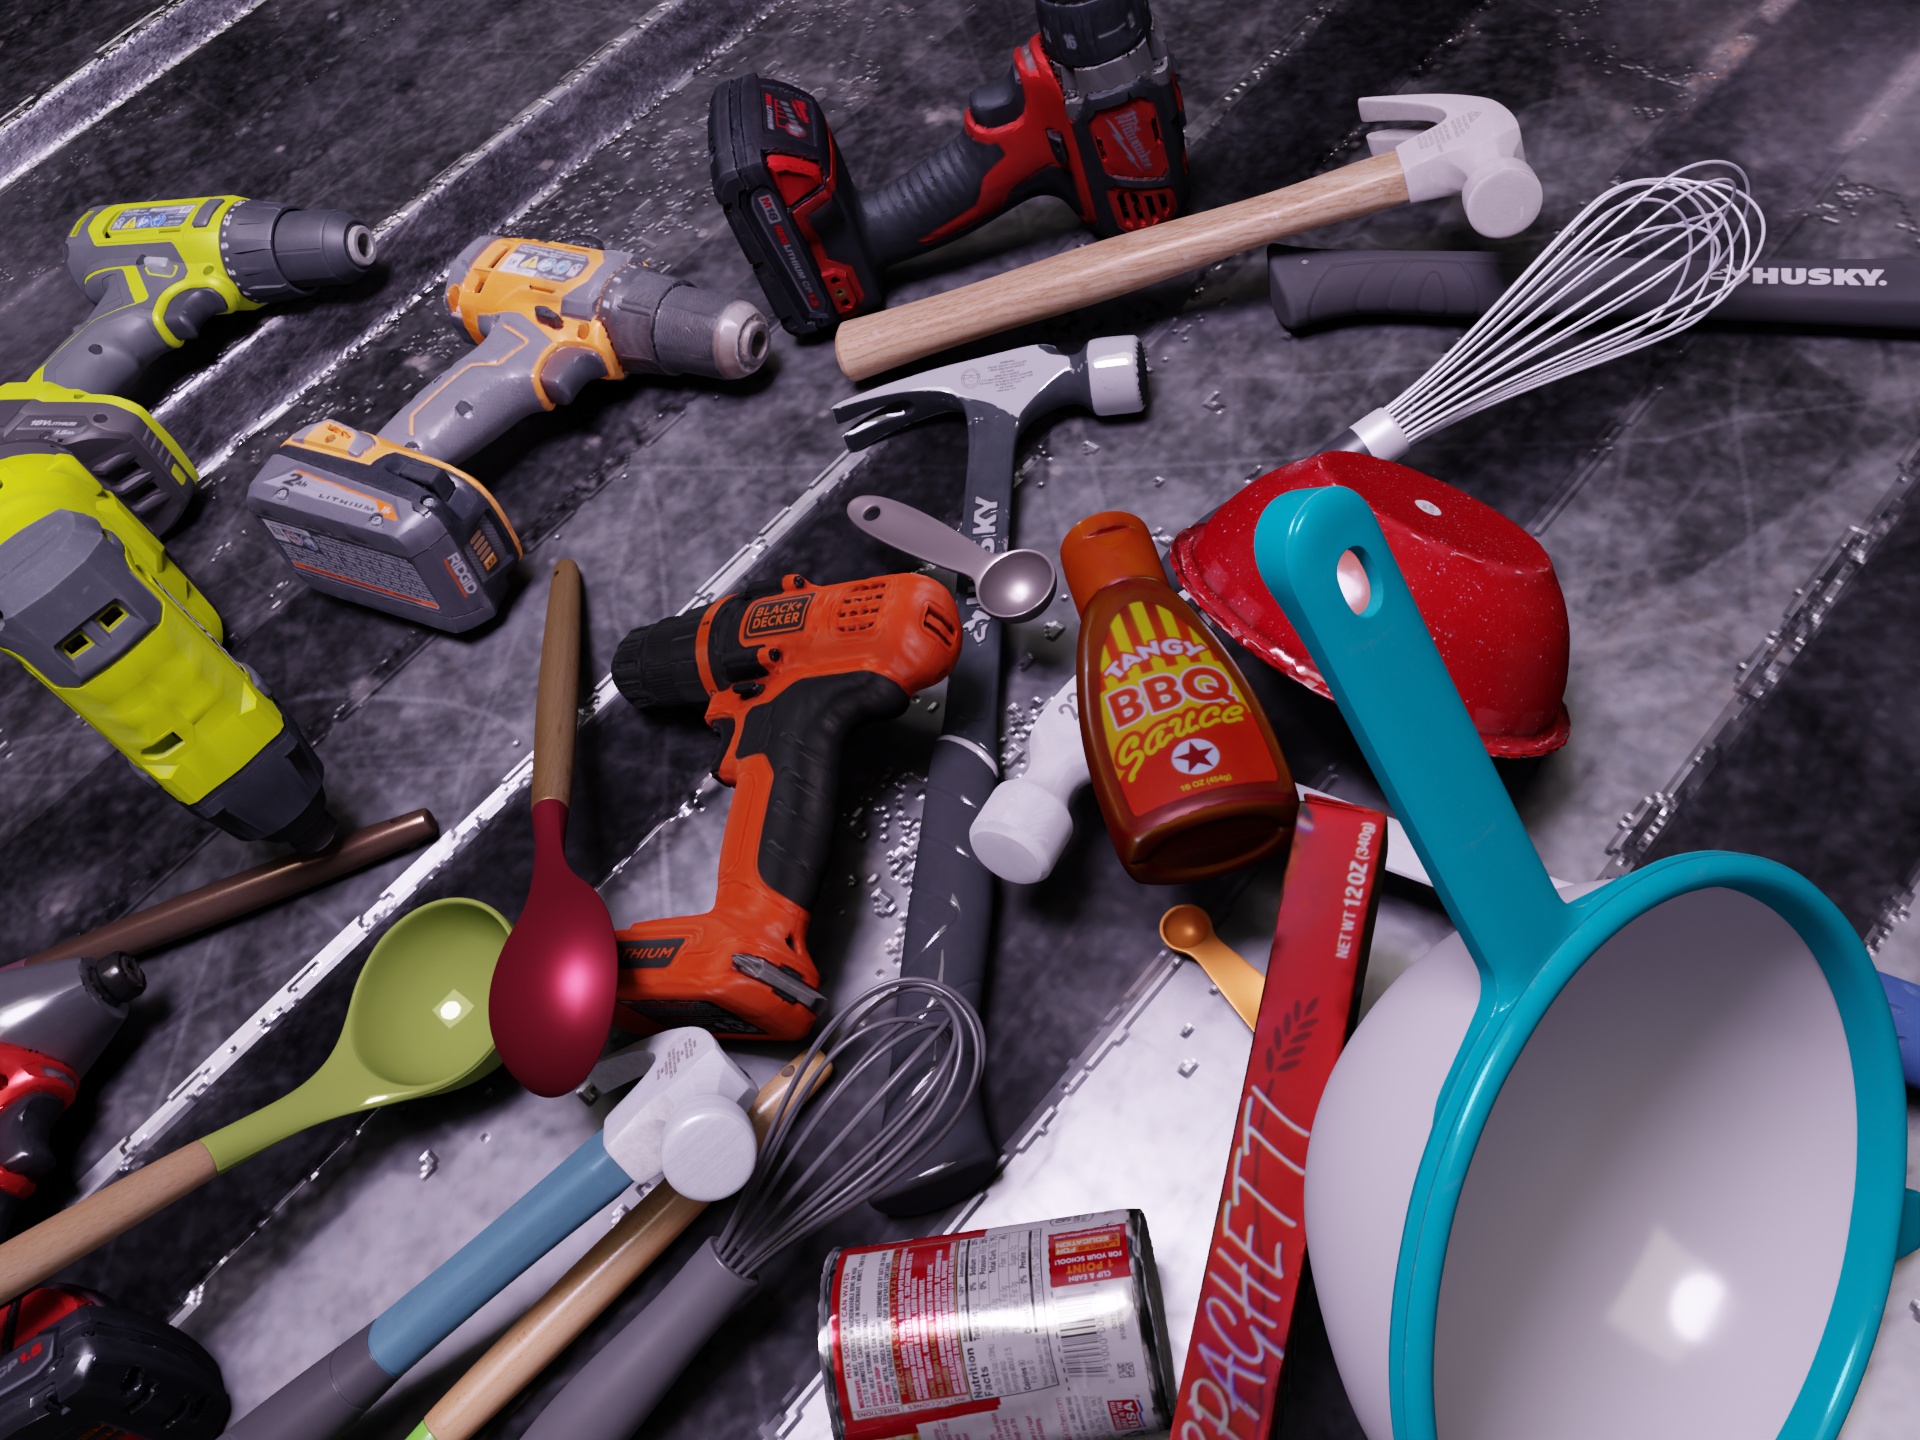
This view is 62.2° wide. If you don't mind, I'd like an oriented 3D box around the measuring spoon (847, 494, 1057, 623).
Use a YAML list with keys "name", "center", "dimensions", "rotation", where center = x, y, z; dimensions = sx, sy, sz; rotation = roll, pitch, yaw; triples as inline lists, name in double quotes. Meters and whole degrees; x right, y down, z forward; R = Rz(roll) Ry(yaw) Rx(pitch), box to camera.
- name: "measuring spoon"
  center: [-0.005, -0.070, 0.682]
  dimensions: [0.124, 0.018, 0.034]
  rotation: [31, 74, 38]

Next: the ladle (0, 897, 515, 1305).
- name: "ladle"
  center: [-0.285, 0.156, 0.543]
  dimensions: [0.078, 0.062, 0.320]
  rotation: [31, 42, 31]

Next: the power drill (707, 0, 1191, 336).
- name: "power drill"
  center: [-0.008, -0.296, 0.772]
  dimensions: [0.226, 0.187, 0.080]
  rotation: [-15, 53, 10]

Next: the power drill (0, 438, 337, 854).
- name: "power drill"
  center: [-0.362, -0.032, 0.696]
  dimensions: [0.080, 0.171, 0.223]
  rotation: [-44, 42, -16]

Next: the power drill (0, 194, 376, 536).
- name: "power drill"
  center: [-0.449, -0.211, 0.897]
  dimensions: [0.190, 0.080, 0.229]
  rotation: [2, 55, 16]

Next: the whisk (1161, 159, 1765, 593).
- name: "whisk"
  center: [0.202, -0.137, 0.663]
  dimensions: [0.284, 0.070, 0.070]
  rotation: [-34, 54, 8]

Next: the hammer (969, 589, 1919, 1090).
- name: "hammer"
  center: [0.213, 0.061, 0.547]
  dimensions: [0.406, 0.035, 0.144]
  rotation: [21, 56, 22]

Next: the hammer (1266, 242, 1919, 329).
- name: "hammer"
  center: [0.304, -0.198, 0.713]
  dimensions: [0.335, 0.035, 0.146]
  rotation: [7, 60, 19]

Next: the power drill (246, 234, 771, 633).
- name: "power drill"
  center: [-0.216, -0.152, 0.796]
  dimensions: [0.185, 0.084, 0.226]
  rotation: [16, 58, 22]

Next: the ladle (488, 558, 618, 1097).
- name: "ladle"
  center: [-0.166, 0.020, 0.653]
  dimensions: [0.069, 0.031, 0.316]
  rotation: [-44, 33, 21]

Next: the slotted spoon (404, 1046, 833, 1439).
- name: "slotted spoon"
  center: [-0.160, 0.229, 0.552]
  dimensions: [0.314, 0.031, 0.070]
  rotation: [-43, 37, -18]

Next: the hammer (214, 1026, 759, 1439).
- name: "hammer"
  center: [-0.204, 0.220, 0.535]
  dimensions: [0.331, 0.033, 0.128]
  rotation: [-40, 12, -3]

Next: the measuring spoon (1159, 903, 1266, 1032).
- name: "measuring spoon"
  center: [0.114, 0.110, 0.573]
  dimensions: [0.021, 0.011, 0.117]
  rotation: [-37, 59, -13]

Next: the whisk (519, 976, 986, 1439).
- name: "whisk"
  center: [-0.079, 0.180, 0.531]
  dimensions: [0.239, 0.055, 0.055]
  rotation: [-49, 57, -1]

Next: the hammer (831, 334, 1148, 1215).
- name: "hammer"
  center: [-0.001, -0.002, 0.662]
  dimensions: [0.149, 0.036, 0.409]
  rotation: [-3, 56, 14]

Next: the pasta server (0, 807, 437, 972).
- name: "pasta server"
  center: [-0.383, 0.095, 0.695]
  dimensions: [0.316, 0.040, 0.060]
  rotation: [-21, 31, -1]

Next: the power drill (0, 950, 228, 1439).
- name: "power drill"
  center: [-0.364, 0.191, 0.605]
  dimensions: [0.143, 0.078, 0.220]
  rotation: [-33, 52, -9]

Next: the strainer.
- name: "strainer"
  center: [0.136, 0.085, 0.428]
  dimensions: [0.211, 0.340, 0.095]
  rotation: [-41, 23, -22]

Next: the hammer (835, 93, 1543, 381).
- name: "hammer"
  center: [0.095, -0.225, 0.759]
  dimensions: [0.331, 0.031, 0.130]
  rotation: [-13, 37, 17]
